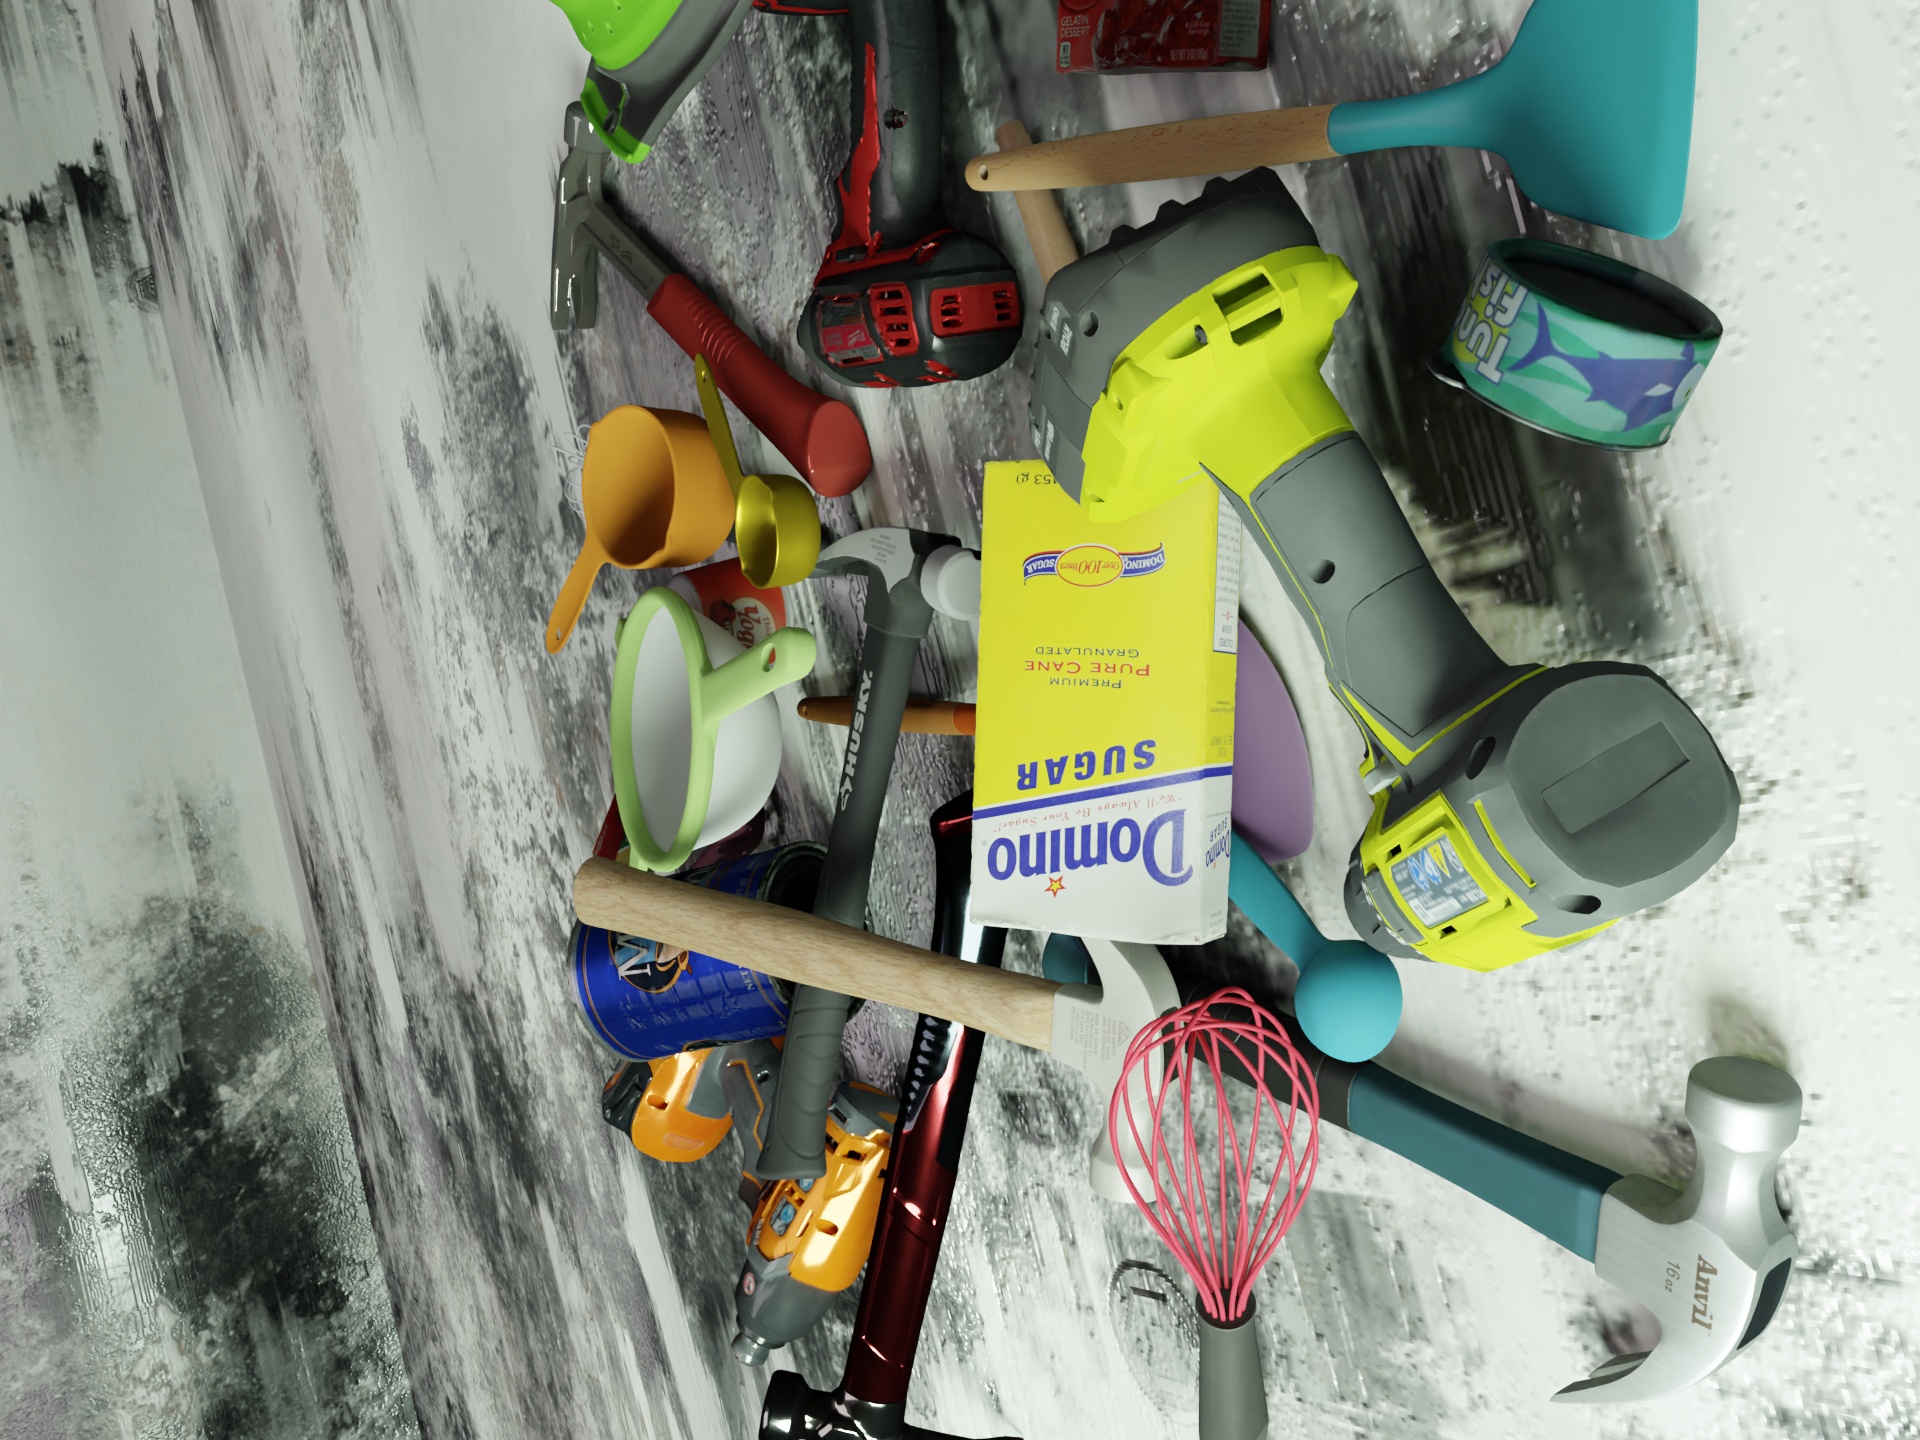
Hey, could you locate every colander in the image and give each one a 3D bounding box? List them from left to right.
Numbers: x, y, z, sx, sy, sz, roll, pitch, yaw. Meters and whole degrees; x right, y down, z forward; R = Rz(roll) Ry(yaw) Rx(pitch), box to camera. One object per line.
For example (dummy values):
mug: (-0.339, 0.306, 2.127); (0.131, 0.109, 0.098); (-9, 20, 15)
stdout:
colander: (-0.105, -0.429, 0.617); (0.397, 0.094, 0.205); (-61, 38, 23)

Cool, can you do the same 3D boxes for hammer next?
hammer: (-0.156, -0.222, 0.915); (0.359, 0.036, 0.149); (48, 137, 38)
hammer: (-0.057, 0.069, 0.776); (0.146, 0.035, 0.334); (28, 109, 60)
hammer: (-0.052, 0.105, 0.714); (0.331, 0.031, 0.130); (10, 102, 34)
hammer: (-0.002, 0.216, 0.795); (0.038, 0.143, 0.386); (-81, 2, -73)
hammer: (0.140, 0.133, 0.587); (0.331, 0.033, 0.128); (19, 115, 54)

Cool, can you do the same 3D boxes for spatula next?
spatula: (-0.001, -0.002, 0.768); (0.323, 0.041, 0.081); (4, 103, 61)
spatula: (0.072, -0.095, 0.625); (0.060, 0.018, 0.316); (-31, 76, 52)
spatula: (0.097, -0.193, 0.520); (0.318, 0.044, 0.082); (16, 116, 50)

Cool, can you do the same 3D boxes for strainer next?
strainer: (-0.110, -0.006, 0.810); (0.256, 0.069, 0.151); (-23, 70, 58)

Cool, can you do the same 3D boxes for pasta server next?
pasta server: (-0.190, 0.111, 1.081); (0.316, 0.040, 0.060); (-45, 51, 54)

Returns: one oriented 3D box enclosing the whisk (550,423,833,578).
whisk: (-0.158, -0.127, 0.939); (0.285, 0.070, 0.070); (26, 122, 44)

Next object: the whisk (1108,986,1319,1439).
whisk: (0.101, 0.210, 0.606); (0.073, 0.073, 0.295); (38, 147, 45)

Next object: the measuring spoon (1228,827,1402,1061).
measuring spoon: (0.112, 0.072, 0.579); (0.042, 0.021, 0.129); (-62, 37, 21)

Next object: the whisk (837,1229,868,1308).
whisk: (-0.093, 0.279, 0.982); (0.239, 0.055, 0.055); (41, 133, 48)

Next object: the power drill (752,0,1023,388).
power drill: (-0.042, -0.256, 0.698); (0.143, 0.078, 0.219); (11, 113, 56)

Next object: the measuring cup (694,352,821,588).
measuring cup: (-0.106, -0.134, 0.819); (0.157, 0.029, 0.062); (68, 149, 31)

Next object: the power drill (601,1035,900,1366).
power drill: (-0.125, 0.255, 0.938); (0.227, 0.084, 0.164); (30, 91, 49)

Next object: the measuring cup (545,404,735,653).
measuring cup: (-0.182, -0.099, 0.892); (0.095, 0.052, 0.173); (56, 129, 24)

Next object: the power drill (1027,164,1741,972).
power drill: (0.111, -0.028, 0.480); (0.229, 0.080, 0.190); (59, 171, 13)
